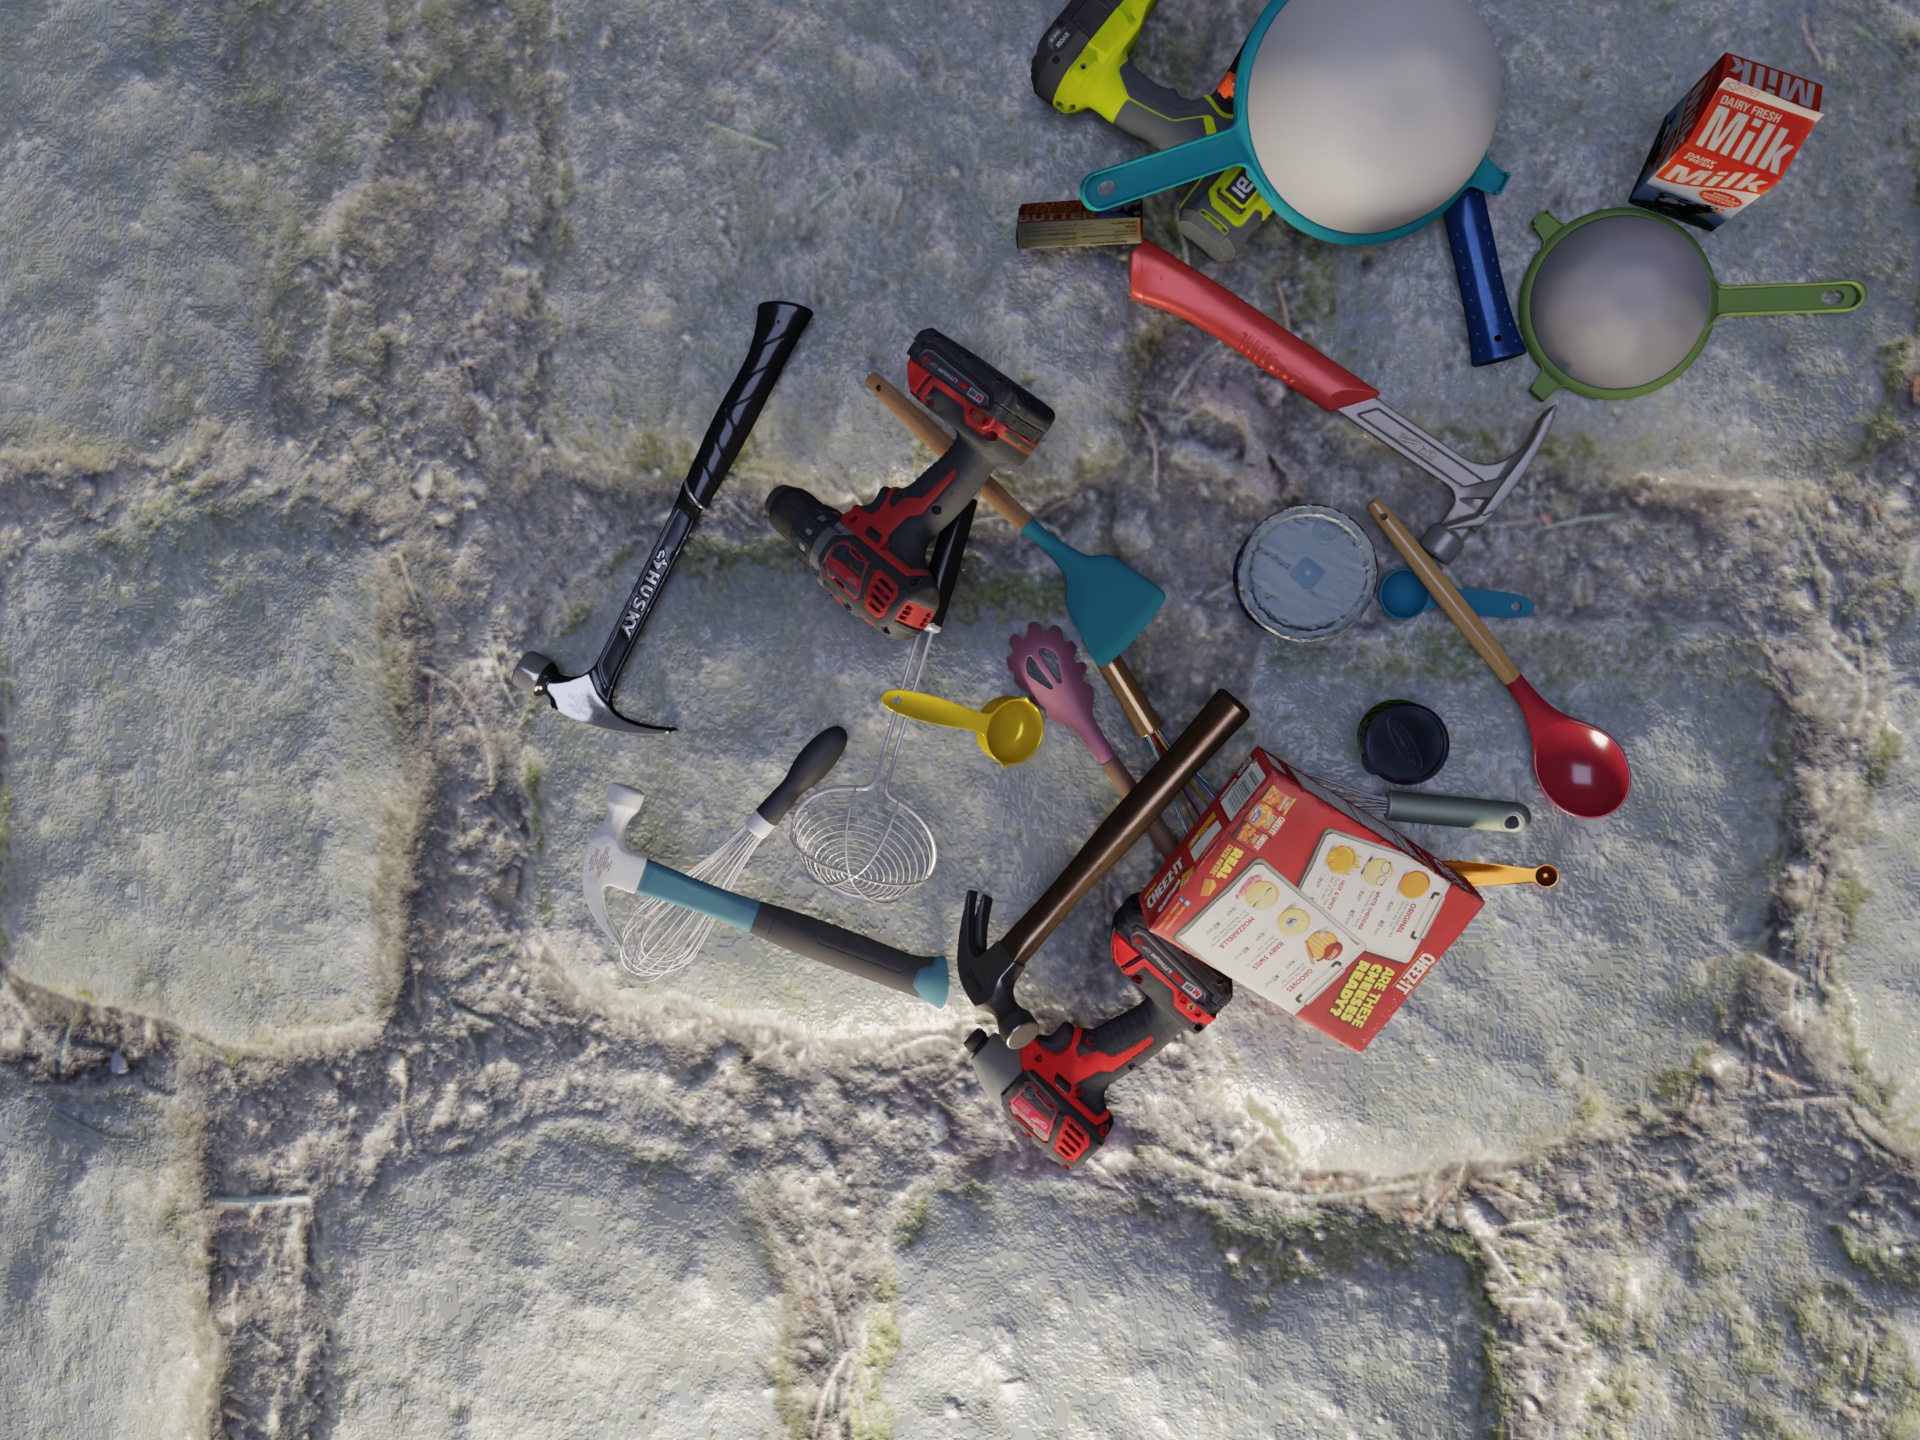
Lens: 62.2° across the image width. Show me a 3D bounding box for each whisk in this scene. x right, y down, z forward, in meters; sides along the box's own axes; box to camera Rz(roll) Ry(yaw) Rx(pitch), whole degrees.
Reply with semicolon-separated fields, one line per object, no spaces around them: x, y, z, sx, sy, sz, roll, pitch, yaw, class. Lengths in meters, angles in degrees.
-0.195;0.113;1.376;0.070;0.070;0.284;41;93;3;whisk
0.342;0.069;1.303;0.246;0.059;0.057;5;115;3;whisk
0.173;0.027;1.324;0.051;0.047;0.245;-32;86;10;whisk

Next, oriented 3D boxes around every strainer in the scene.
0.256;-0.440;1.168;0.340;0.095;0.211;-20;107;-5;strainer
0.571;-0.329;1.230;0.256;0.069;0.151;0;94;9;strainer

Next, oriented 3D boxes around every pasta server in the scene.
0.140;0.054;1.340;0.060;0.040;0.316;-35;93;9;pasta server

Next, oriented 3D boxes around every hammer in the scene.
-0.160;0.169;1.342;0.331;0.033;0.128;22;90;-9;hammer
0.114;0.106;1.299;0.331;0.031;0.130;-50;47;11;hammer
0.378;-0.483;1.264;0.144;0.035;0.405;-13;92;8;hammer
0.293;-0.286;1.287;0.359;0.037;0.149;36;100;4;hammer
-0.233;-0.175;1.370;0.149;0.036;0.409;29;97;4;hammer

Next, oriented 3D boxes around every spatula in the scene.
0.035;-0.182;1.327;0.317;0.044;0.082;43;111;4;spatula

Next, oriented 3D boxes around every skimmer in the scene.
-0.046;-0.020;1.343;0.127;0.090;0.363;16;90;1;skimmer

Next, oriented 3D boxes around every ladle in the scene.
0.427;-0.052;1.278;0.069;0.031;0.315;-38;93;13;ladle

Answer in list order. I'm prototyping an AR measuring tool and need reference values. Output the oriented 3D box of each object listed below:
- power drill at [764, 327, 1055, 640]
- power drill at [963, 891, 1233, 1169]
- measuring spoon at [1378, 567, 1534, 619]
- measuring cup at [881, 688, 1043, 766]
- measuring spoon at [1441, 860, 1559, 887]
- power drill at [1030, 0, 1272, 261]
-0.051;-0.200;1.291;0.188;0.080;0.226;41;104;29;power drill
0.112;0.256;1.333;0.143;0.078;0.219;42;101;4;power drill
0.403;-0.098;1.300;0.128;0.021;0.042;6;94;-2;measuring spoon
-0.002;-0.004;1.312;0.156;0.029;0.062;15;94;-30;measuring cup
0.432;0.126;1.312;0.117;0.011;0.021;1;95;11;measuring spoon
0.183;-0.502;1.271;0.223;0.080;0.171;39;92;0;power drill
